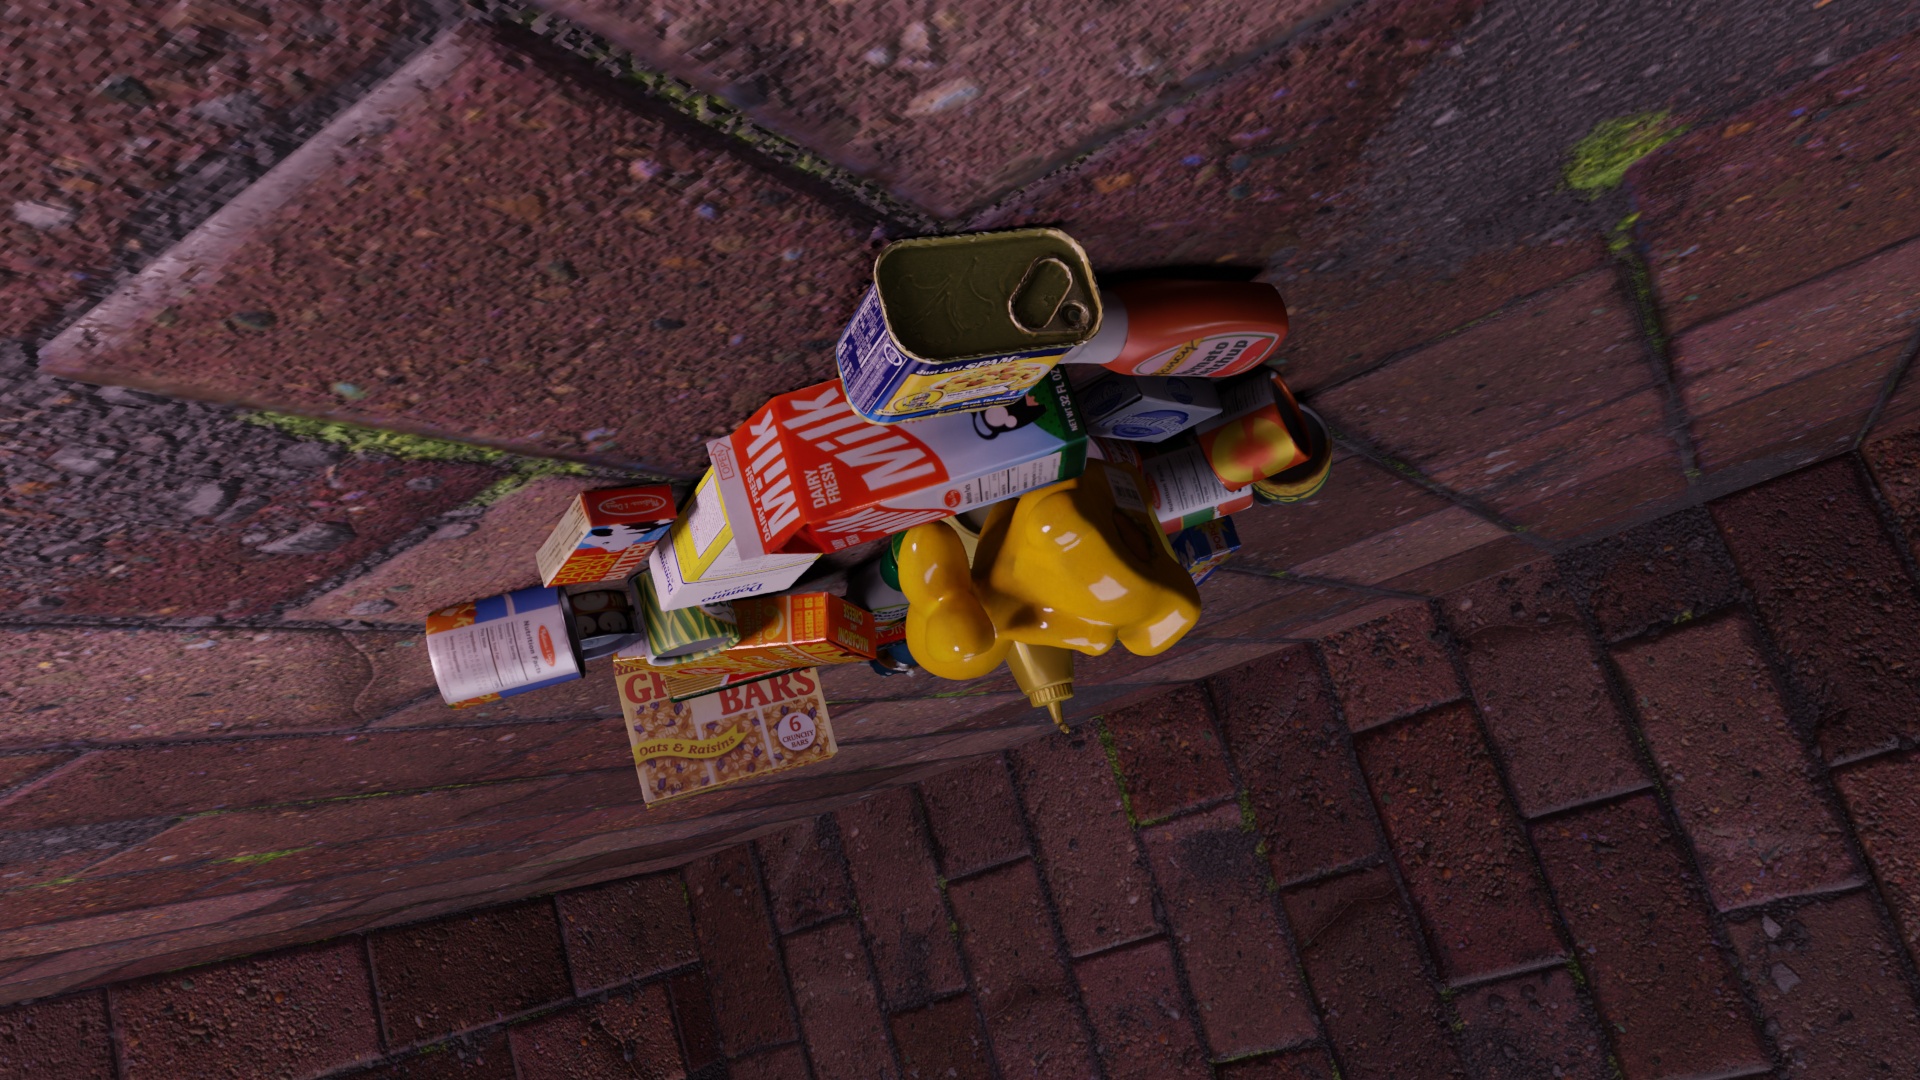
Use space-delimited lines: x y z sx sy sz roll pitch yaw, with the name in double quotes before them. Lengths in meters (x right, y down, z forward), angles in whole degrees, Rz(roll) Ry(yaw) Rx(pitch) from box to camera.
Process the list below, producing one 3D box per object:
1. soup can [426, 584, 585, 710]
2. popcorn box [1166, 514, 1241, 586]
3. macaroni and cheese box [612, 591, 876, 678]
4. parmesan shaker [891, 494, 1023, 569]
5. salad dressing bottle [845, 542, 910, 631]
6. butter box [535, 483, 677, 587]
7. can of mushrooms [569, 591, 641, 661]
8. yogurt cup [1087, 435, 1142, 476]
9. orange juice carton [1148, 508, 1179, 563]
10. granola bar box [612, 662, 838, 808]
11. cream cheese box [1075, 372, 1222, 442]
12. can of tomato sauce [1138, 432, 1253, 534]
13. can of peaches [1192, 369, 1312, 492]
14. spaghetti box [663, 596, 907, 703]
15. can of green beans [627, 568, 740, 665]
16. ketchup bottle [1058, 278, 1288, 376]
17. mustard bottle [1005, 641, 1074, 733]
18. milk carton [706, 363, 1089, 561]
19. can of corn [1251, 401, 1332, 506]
"soup can" -0.291 0.067 0.893 0.084 0.071 0.071 -14 166 -10
"popcorn box" 0.176 -0.012 1.107 0.038 0.085 0.126 -16 166 -10
"macaroni and cheese box" -0.160 0.075 1.056 0.166 0.040 0.123 -6 168 12
"parmesan shaker" 0.003 -0.012 0.933 0.071 0.071 0.102 -11 164 -25
"salad dressing bottle" -0.053 0.033 1.095 0.064 0.044 0.147 -7 164 -15
"butter box" -0.207 -0.002 0.807 0.053 0.024 0.103 -7 163 -34
"can of mushrooms" -0.261 0.061 0.974 0.071 0.033 0.071 -16 166 -4
"yogurt cup" 0.083 -0.044 0.916 0.072 0.072 0.054 -28 170 38
"orange juice carton" 0.069 0.017 1.029 0.073 0.071 0.192 -31 -169 -28
"granola bar box" -0.202 0.146 1.189 0.166 0.124 0.039 -13 166 -17
"cream cheese box" 0.117 -0.084 0.877 0.053 0.024 0.104 -27 163 35
"can of tomato sauce" 0.163 -0.042 1.015 0.083 0.071 0.071 -18 166 1
"can of peaches" 0.196 -0.072 0.930 0.058 0.071 0.071 -25 164 26
"spaghetti box" -0.131 0.083 1.187 0.251 0.050 0.028 -13 167 -17
"can of green beans" -0.191 0.050 0.961 0.071 0.058 0.071 -16 166 -4
"ketchup bottle" 0.100 -0.110 0.716 0.149 0.043 0.064 -5 161 -39
"mustard bottle" 0.069 0.099 1.259 0.065 0.160 0.048 -9 165 -24
"milk carton" -0.034 -0.048 0.736 0.191 0.072 0.073 -18 166 -2
"can of corn" 0.238 -0.062 1.018 0.071 0.071 0.058 -20 165 10
